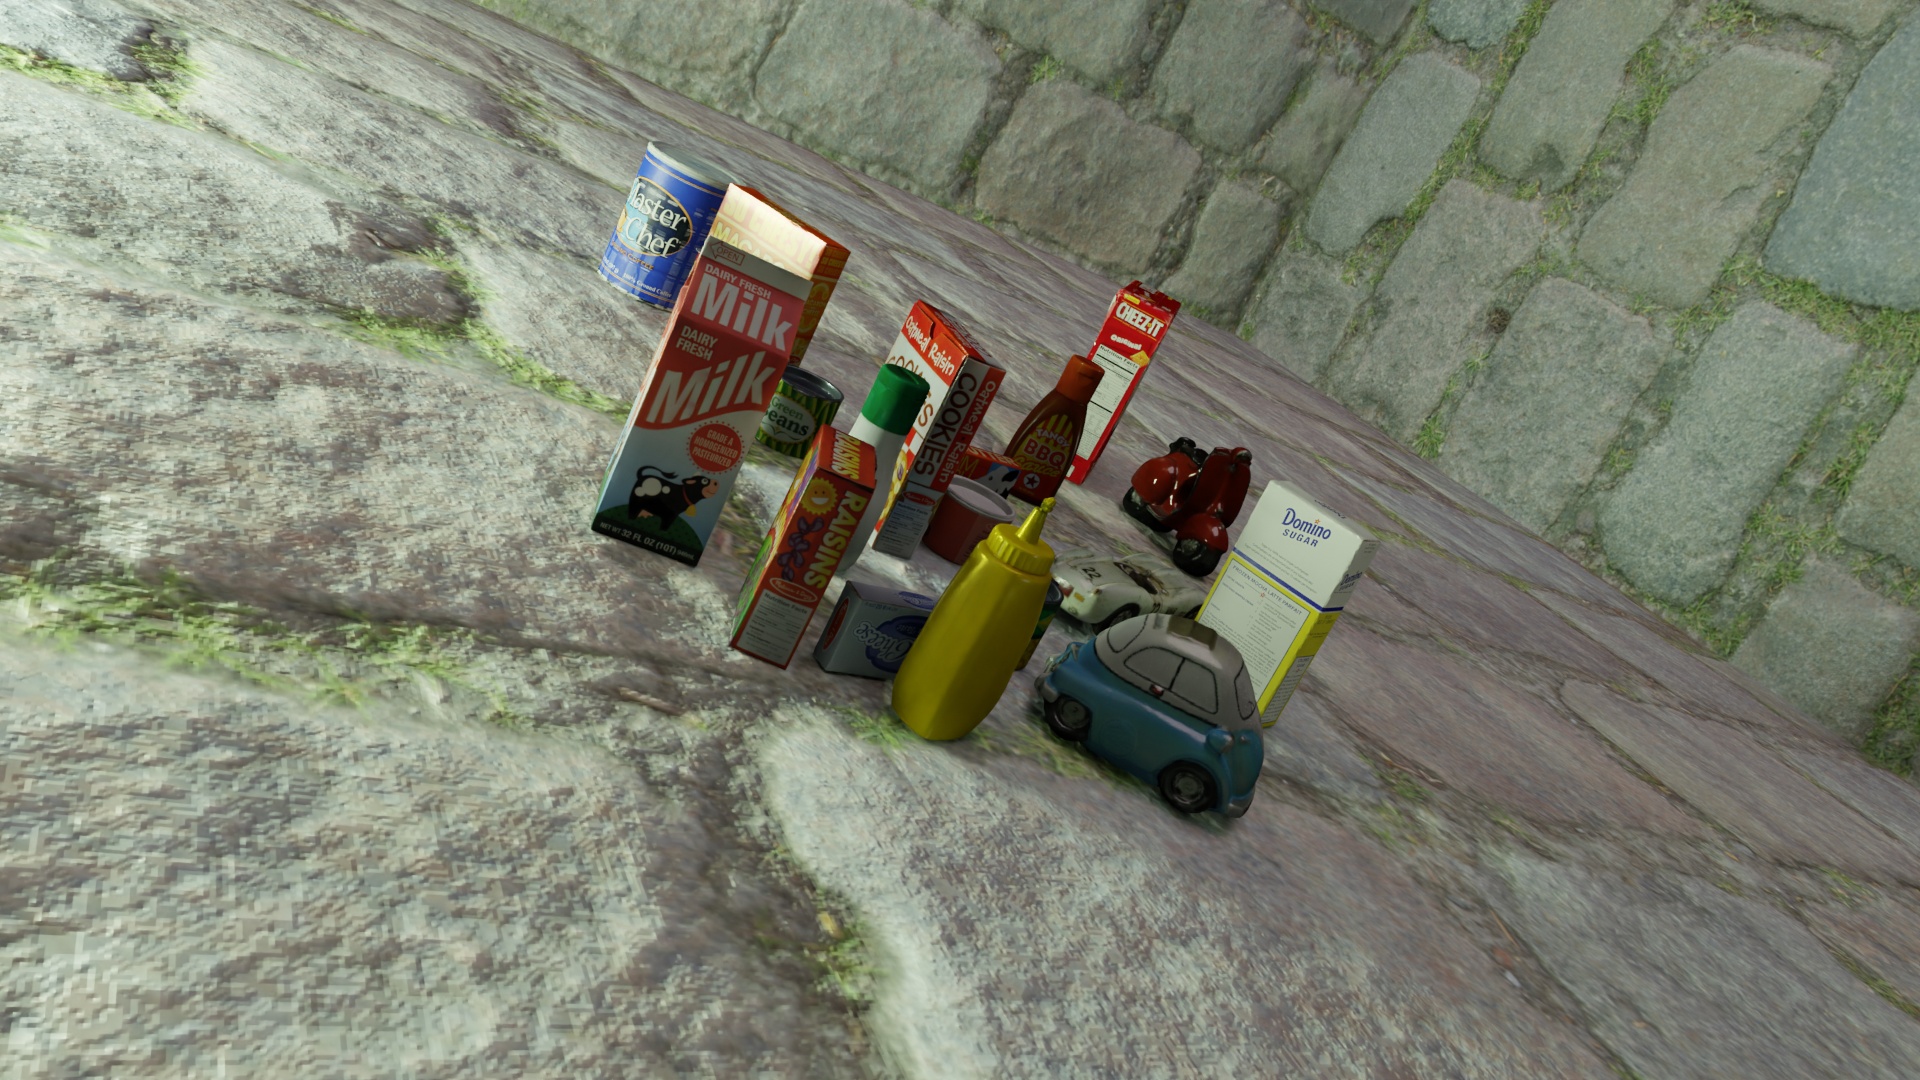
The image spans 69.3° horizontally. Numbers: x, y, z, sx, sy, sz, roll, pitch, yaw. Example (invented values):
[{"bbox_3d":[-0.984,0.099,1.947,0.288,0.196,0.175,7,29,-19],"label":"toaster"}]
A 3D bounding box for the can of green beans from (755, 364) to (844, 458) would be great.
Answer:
[{"bbox_3d":[-0.140,-0.109,1.169,0.071,0.057,0.071,25,18,-8],"label":"can of green beans"}]

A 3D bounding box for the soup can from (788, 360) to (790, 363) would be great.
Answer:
[{"bbox_3d":[-0.183,-0.121,1.097,0.071,0.083,0.071,25,17,-8],"label":"soup can"}]

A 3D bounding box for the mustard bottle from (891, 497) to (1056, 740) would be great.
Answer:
[{"bbox_3d":[0.016,0.041,0.808,0.049,0.159,0.065,38,20,30],"label":"mustard bottle"}]

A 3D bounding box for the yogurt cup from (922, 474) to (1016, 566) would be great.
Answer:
[{"bbox_3d":[0.004,-0.014,1.120,0.072,0.053,0.072,25,18,-8],"label":"yogurt cup"}]

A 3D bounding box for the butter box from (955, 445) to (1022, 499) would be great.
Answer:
[{"bbox_3d":[0.001,-0.059,1.244,0.103,0.053,0.024,15,21,-34],"label":"butter box"}]

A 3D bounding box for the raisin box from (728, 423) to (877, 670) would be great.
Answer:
[{"bbox_3d":[-0.092,0.002,0.821,0.040,0.123,0.086,24,18,-11],"label":"raisin box"}]

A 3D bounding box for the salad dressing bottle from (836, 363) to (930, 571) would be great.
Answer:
[{"bbox_3d":[-0.068,-0.050,0.962,0.044,0.147,0.064,15,21,-36],"label":"salad dressing bottle"}]

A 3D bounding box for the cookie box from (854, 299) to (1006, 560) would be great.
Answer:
[{"bbox_3d":[-0.037,-0.088,1.080,0.040,0.167,0.123,18,20,-29],"label":"cookie box"}]

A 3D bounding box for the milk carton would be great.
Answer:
[{"bbox_3d":[-0.161,-0.089,0.864,0.072,0.190,0.074,22,18,-18],"label":"milk carton"}]

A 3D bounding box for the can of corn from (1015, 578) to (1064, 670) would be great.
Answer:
[{"bbox_3d":[0.032,0.049,0.976,0.071,0.058,0.071,25,18,-8],"label":"can of corn"}]

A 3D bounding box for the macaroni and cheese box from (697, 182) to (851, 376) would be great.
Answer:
[{"bbox_3d":[-0.180,-0.206,1.202,0.124,0.166,0.040,36,19,25],"label":"macaroni and cheese box"}]

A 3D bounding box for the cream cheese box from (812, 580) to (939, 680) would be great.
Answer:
[{"bbox_3d":[-0.036,0.059,0.857,0.104,0.053,0.024,13,23,-39],"label":"cream cheese box"}]

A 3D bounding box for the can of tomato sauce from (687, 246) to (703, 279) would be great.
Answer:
[{"bbox_3d":[-0.234,-0.228,1.323,0.071,0.082,0.071,25,17,-8],"label":"can of tomato sauce"}]

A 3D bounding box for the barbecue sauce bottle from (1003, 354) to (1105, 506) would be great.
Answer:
[{"bbox_3d":[0.091,-0.109,1.358,0.065,0.148,0.044,25,17,-10],"label":"barbecue sauce bottle"}]
